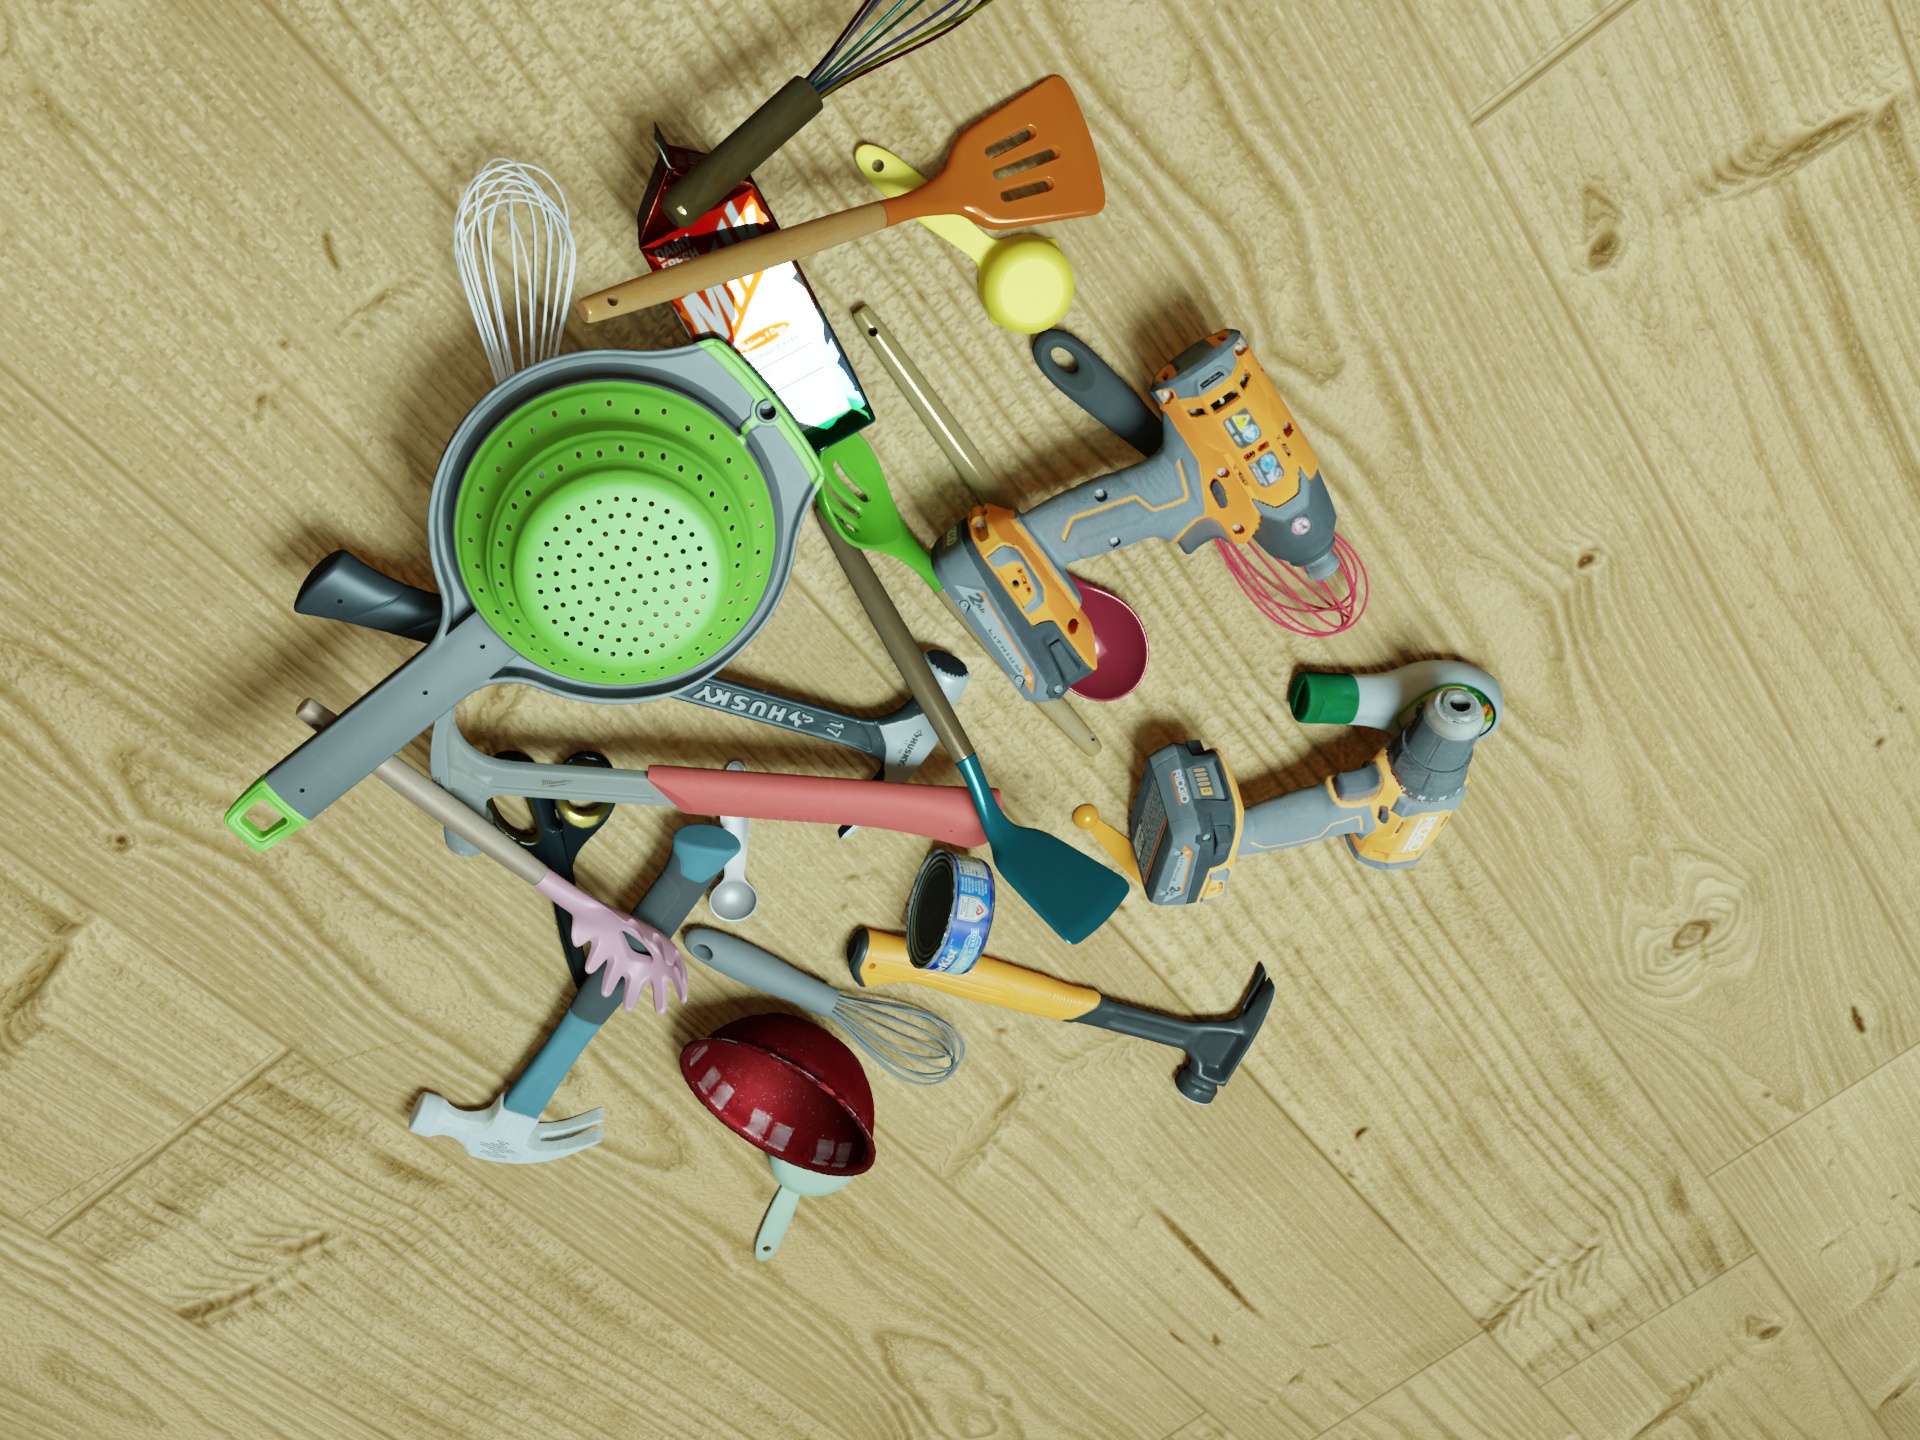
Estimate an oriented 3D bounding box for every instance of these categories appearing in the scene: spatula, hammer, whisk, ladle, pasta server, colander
[{"bbox_3d":[-0.059,-0.270,0.859,0.322,0.041,0.081,-28,106,-29],"label":"spatula"},{"bbox_3d":[-0.002,-0.003,1.009,0.044,0.082,0.317,-27,96,41],"label":"spatula"},{"bbox_3d":[-0.258,0.198,1.124,0.128,0.033,0.331,27,114,-25],"label":"hammer"},{"bbox_3d":[-0.061,-0.342,0.835,0.245,0.051,0.047,-45,113,-9],"label":"whisk"},{"bbox_3d":[-0.251,-0.179,0.923,0.070,0.070,0.284,-2,123,-11],"label":"whisk"},{"bbox_3d":[0.025,-0.135,1.018,0.069,0.031,0.315,-33,117,10],"label":"ladle"},{"bbox_3d":[-0.149,0.040,1.015,0.359,0.037,0.149,5,135,-10],"label":"hammer"},{"bbox_3d":[0.075,0.207,1.209,0.336,0.034,0.127,17,114,-19],"label":"hammer"},{"bbox_3d":[-0.286,0.089,0.997,0.060,0.040,0.316,-27,128,24],"label":"pasta server"},{"bbox_3d":[-0.202,-0.027,1.001,0.408,0.036,0.149,16,119,-25],"label":"hammer"},{"bbox_3d":[0.157,-0.150,1.022,0.295,0.073,0.073,38,105,-20],"label":"whisk"},{"bbox_3d":[-0.099,0.208,1.171,0.238,0.055,0.055,29,109,-19],"label":"whisk"},{"bbox_3d":[-0.249,-0.042,0.869,0.397,0.095,0.204,-38,116,4],"label":"colander"}]

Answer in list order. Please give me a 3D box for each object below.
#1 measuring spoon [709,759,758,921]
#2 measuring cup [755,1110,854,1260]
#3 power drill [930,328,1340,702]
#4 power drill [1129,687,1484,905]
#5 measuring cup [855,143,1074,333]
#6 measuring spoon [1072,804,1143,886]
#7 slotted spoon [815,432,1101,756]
[{"bbox_3d":[-0.157,0.082,1.109,0.034,0.018,0.124,0,111,-10],"label":"measuring spoon"},{"bbox_3d":[-0.129,0.374,1.254,0.083,0.038,0.167,16,112,-19],"label":"measuring cup"},{"bbox_3d":[0.114,-0.108,0.972,0.226,0.084,0.164,-34,108,11],"label":"power drill"},{"bbox_3d":[0.243,0.050,1.100,0.226,0.084,0.185,-7,148,-9],"label":"power drill"},{"bbox_3d":[0.003,-0.283,0.930,0.156,0.029,0.062,32,108,-26],"label":"measuring cup"},{"bbox_3d":[0.124,0.100,1.173,0.021,0.011,0.116,-42,118,12],"label":"measuring spoon"},{"bbox_3d":[0.002,-0.072,1.040,0.031,0.070,0.313,-15,133,38],"label":"slotted spoon"}]
